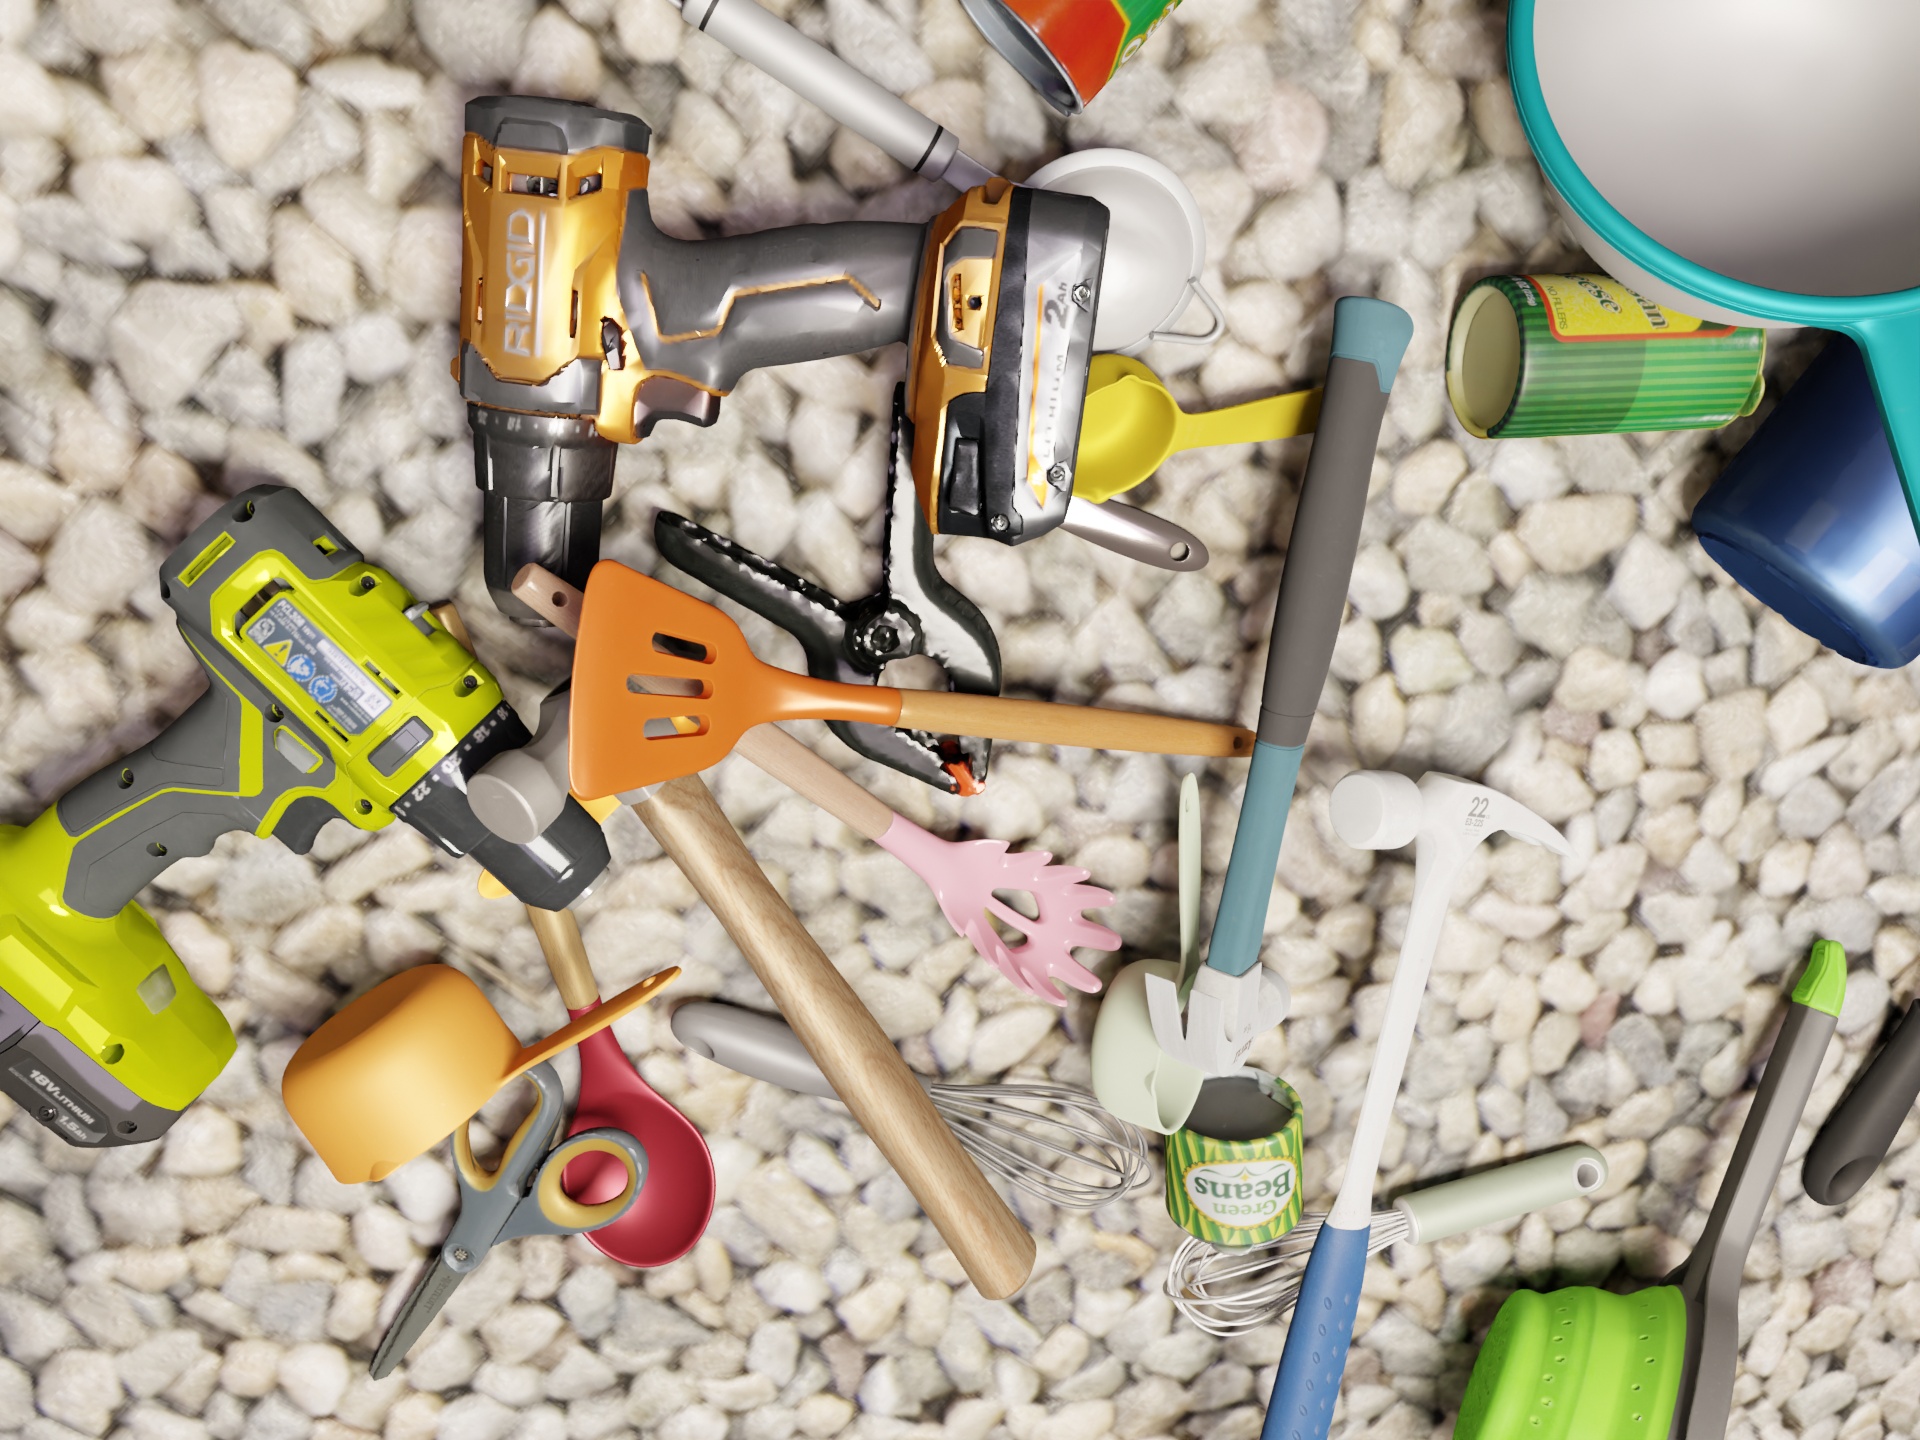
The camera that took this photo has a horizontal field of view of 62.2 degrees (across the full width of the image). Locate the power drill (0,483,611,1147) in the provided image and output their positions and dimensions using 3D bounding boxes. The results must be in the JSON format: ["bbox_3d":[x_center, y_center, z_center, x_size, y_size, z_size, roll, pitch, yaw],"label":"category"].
[{"bbox_3d":[-0.267,0.051,0.603,0.228,0.080,0.190,-41,102,5],"label":"power drill"}]

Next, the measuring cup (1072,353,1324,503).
[{"bbox_3d":[0.101,-0.128,0.649,0.156,0.029,0.062,-12,140,-21],"label":"measuring cup"}]

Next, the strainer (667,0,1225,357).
[{"bbox_3d":[-0.003,-0.204,0.592,0.258,0.050,0.087,29,117,-16],"label":"strainer"}]

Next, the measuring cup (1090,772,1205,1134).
[{"bbox_3d":[0.086,0.102,0.712,0.038,0.083,0.167,7,105,27],"label":"measuring cup"}]

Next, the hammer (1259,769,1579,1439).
[{"bbox_3d":[0.187,0.221,0.735,0.144,0.035,0.405,4,102,-36],"label":"hammer"}]

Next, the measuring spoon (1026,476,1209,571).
[{"bbox_3d":[0.051,-0.084,0.657,0.124,0.018,0.034,18,106,-18],"label":"measuring spoon"}]

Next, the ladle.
[{"bbox_3d":[-0.171,0.098,0.679,0.069,0.031,0.315,-14,111,-1],"label":"ladle"}]

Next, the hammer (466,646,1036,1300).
[{"bbox_3d":[-0.058,0.112,0.651,0.031,0.130,0.331,-15,117,39],"label":"hammer"}]

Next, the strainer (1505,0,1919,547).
[{"bbox_3d":[0.313,-0.168,0.583,0.211,0.095,0.340,-11,80,1],"label":"strainer"}]

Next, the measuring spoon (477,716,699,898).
[{"bbox_3d":[-0.152,0.032,0.653,0.117,0.011,0.021,-42,111,-8],"label":"measuring spoon"}]

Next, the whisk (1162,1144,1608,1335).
[{"bbox_3d":[0.218,0.256,0.806,0.246,0.059,0.058,-12,90,-12],"label":"whisk"}]

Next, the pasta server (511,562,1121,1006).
[{"bbox_3d":[-0.046,0.030,0.635,0.316,0.040,0.060,38,73,-35],"label":"pasta server"}]

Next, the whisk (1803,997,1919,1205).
[{"bbox_3d":[0.508,0.133,0.813,0.073,0.073,0.295,10,115,-15],"label":"whisk"}]

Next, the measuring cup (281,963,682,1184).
[{"bbox_3d":[-0.194,0.120,0.638,0.173,0.095,0.052,-29,105,14],"label":"measuring cup"}]

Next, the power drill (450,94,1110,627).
[{"bbox_3d":[-0.070,-0.114,0.567,0.226,0.084,0.185,8,106,4],"label":"power drill"}]

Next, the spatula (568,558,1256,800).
[{"bbox_3d":[-0.001,-0.002,0.619,0.322,0.041,0.081,6,91,-32],"label":"spatula"}]

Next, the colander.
[{"bbox_3d":[0.340,0.285,0.813,0.094,0.204,0.397,21,89,17],"label":"colander"}]

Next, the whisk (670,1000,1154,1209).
[{"bbox_3d":[-0.019,0.173,0.727,0.239,0.055,0.055,22,105,-14],"label":"whisk"}]

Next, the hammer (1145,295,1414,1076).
[{"bbox_3d":[0.136,-0.005,0.660,0.033,0.128,0.331,17,106,26],"label":"hammer"}]
